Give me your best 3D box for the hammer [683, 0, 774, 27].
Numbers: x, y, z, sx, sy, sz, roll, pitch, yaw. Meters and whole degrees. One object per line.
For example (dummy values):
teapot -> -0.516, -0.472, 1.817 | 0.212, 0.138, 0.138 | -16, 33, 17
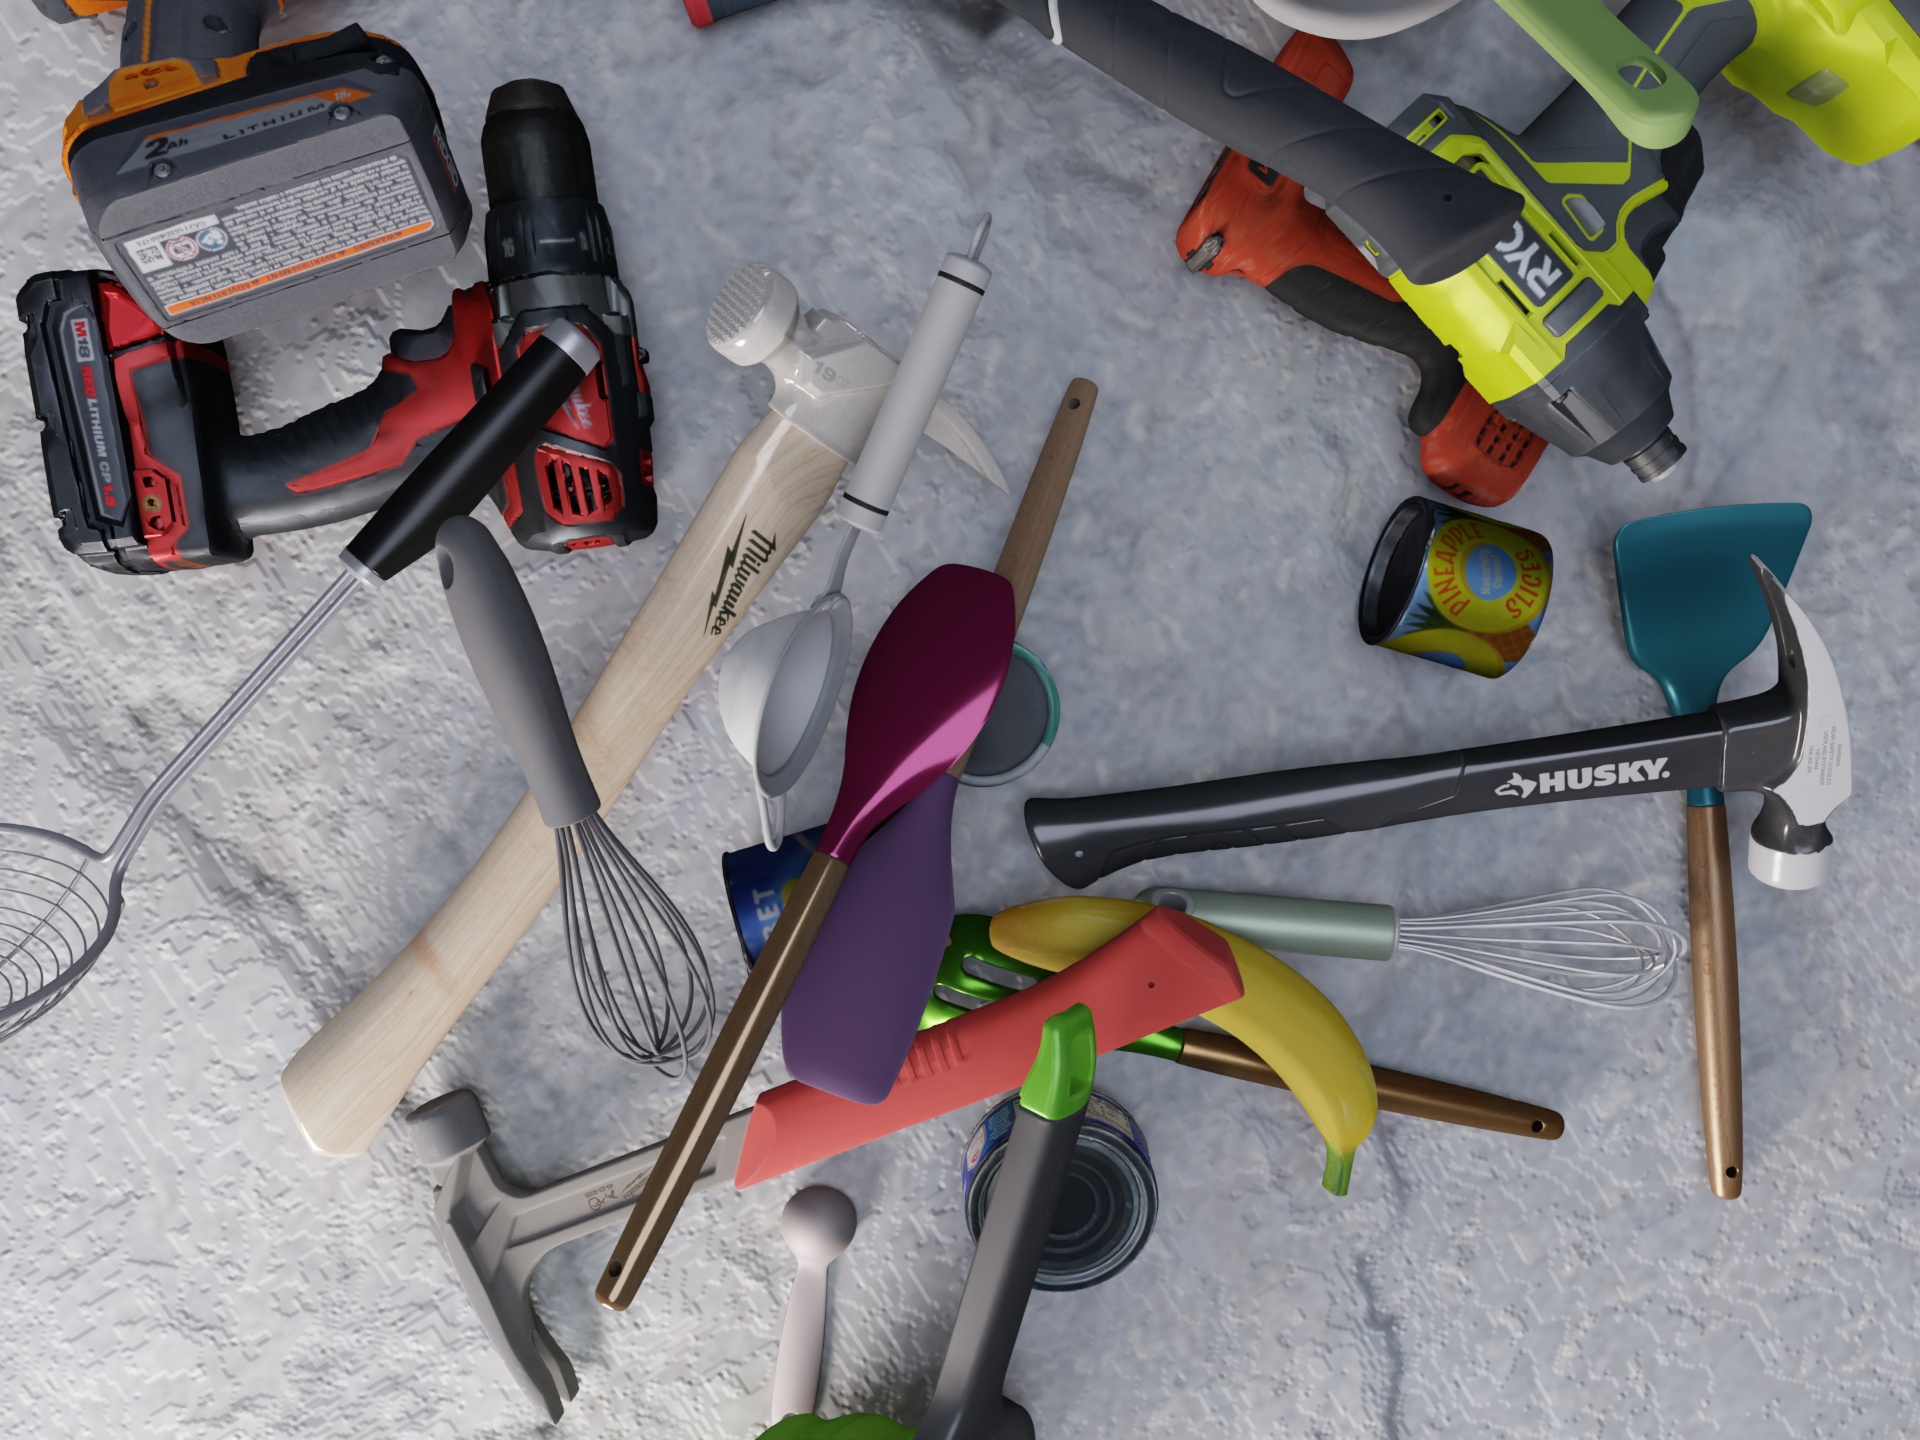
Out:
hammer -> 0.070, -0.354, 0.660 | 0.386, 0.038, 0.143 | -21, 97, -2

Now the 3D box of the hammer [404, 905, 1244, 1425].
hammer -> -0.051, 0.172, 0.663 | 0.359, 0.037, 0.149 | -23, 95, 11

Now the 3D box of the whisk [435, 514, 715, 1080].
whisk -> -0.148, 0.035, 0.607 | 0.055, 0.055, 0.238 | -18, 109, -2

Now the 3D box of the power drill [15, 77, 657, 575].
power drill -> -0.242, -0.152, 0.640 | 0.226, 0.080, 0.188 | -8, 95, -6

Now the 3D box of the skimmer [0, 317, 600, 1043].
skimmer -> -0.273, -0.024, 0.562 | 0.127, 0.090, 0.363 | 34, 80, 38

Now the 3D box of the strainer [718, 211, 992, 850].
strainer -> -0.043, -0.074, 0.616 | 0.050, 0.087, 0.258 | 27, 101, 11

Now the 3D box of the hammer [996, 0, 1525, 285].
hammer -> 0.024, -0.281, 0.595 | 0.409, 0.036, 0.149 | 35, 82, 12

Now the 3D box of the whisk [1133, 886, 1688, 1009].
whisk -> 0.198, 0.095, 0.704 | 0.246, 0.059, 0.058 | 5, 58, 0

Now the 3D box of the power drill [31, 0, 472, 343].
power drill -> -0.258, -0.261, 0.588 | 0.164, 0.084, 0.227 | -22, 64, -9

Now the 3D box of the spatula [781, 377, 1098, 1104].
spatula -> -0.001, -0.002, 0.649 | 0.060, 0.018, 0.316 | 17, 76, 16

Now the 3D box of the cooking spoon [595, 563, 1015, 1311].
cooking spoon -> -0.062, 0.077, 0.621 | 0.069, 0.017, 0.319 | 18, 76, 33

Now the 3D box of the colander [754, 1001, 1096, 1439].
colander -> -0.037, 0.284, 0.644 | 0.094, 0.204, 0.397 | 21, 103, 26

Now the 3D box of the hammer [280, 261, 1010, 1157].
hammer -> -0.145, 0.020, 0.663 | 0.146, 0.038, 0.410 | 29, 101, -40

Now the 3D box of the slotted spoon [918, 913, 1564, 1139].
slotted spoon -> 0.123, 0.148, 0.710 | 0.313, 0.031, 0.070 | 14, 98, -6

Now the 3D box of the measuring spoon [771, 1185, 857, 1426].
measuring spoon -> -0.069, 0.271, 0.712 | 0.034, 0.018, 0.124 | 8, 95, -4

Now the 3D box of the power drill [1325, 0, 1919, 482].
power drill -> 0.276, -0.216, 0.617 | 0.223, 0.080, 0.171 | -44, 94, -3

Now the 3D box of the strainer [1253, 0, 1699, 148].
strainer -> 0.177, -0.269, 0.579 | 0.151, 0.069, 0.257 | -24, 59, -4

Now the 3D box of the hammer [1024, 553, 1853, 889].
hammer -> 0.193, 0.024, 0.666 | 0.335, 0.035, 0.146 | -8, 120, 8

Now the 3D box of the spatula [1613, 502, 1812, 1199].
spatula -> 0.336, 0.064, 0.707 | 0.082, 0.044, 0.317 | -6, 96, 3
